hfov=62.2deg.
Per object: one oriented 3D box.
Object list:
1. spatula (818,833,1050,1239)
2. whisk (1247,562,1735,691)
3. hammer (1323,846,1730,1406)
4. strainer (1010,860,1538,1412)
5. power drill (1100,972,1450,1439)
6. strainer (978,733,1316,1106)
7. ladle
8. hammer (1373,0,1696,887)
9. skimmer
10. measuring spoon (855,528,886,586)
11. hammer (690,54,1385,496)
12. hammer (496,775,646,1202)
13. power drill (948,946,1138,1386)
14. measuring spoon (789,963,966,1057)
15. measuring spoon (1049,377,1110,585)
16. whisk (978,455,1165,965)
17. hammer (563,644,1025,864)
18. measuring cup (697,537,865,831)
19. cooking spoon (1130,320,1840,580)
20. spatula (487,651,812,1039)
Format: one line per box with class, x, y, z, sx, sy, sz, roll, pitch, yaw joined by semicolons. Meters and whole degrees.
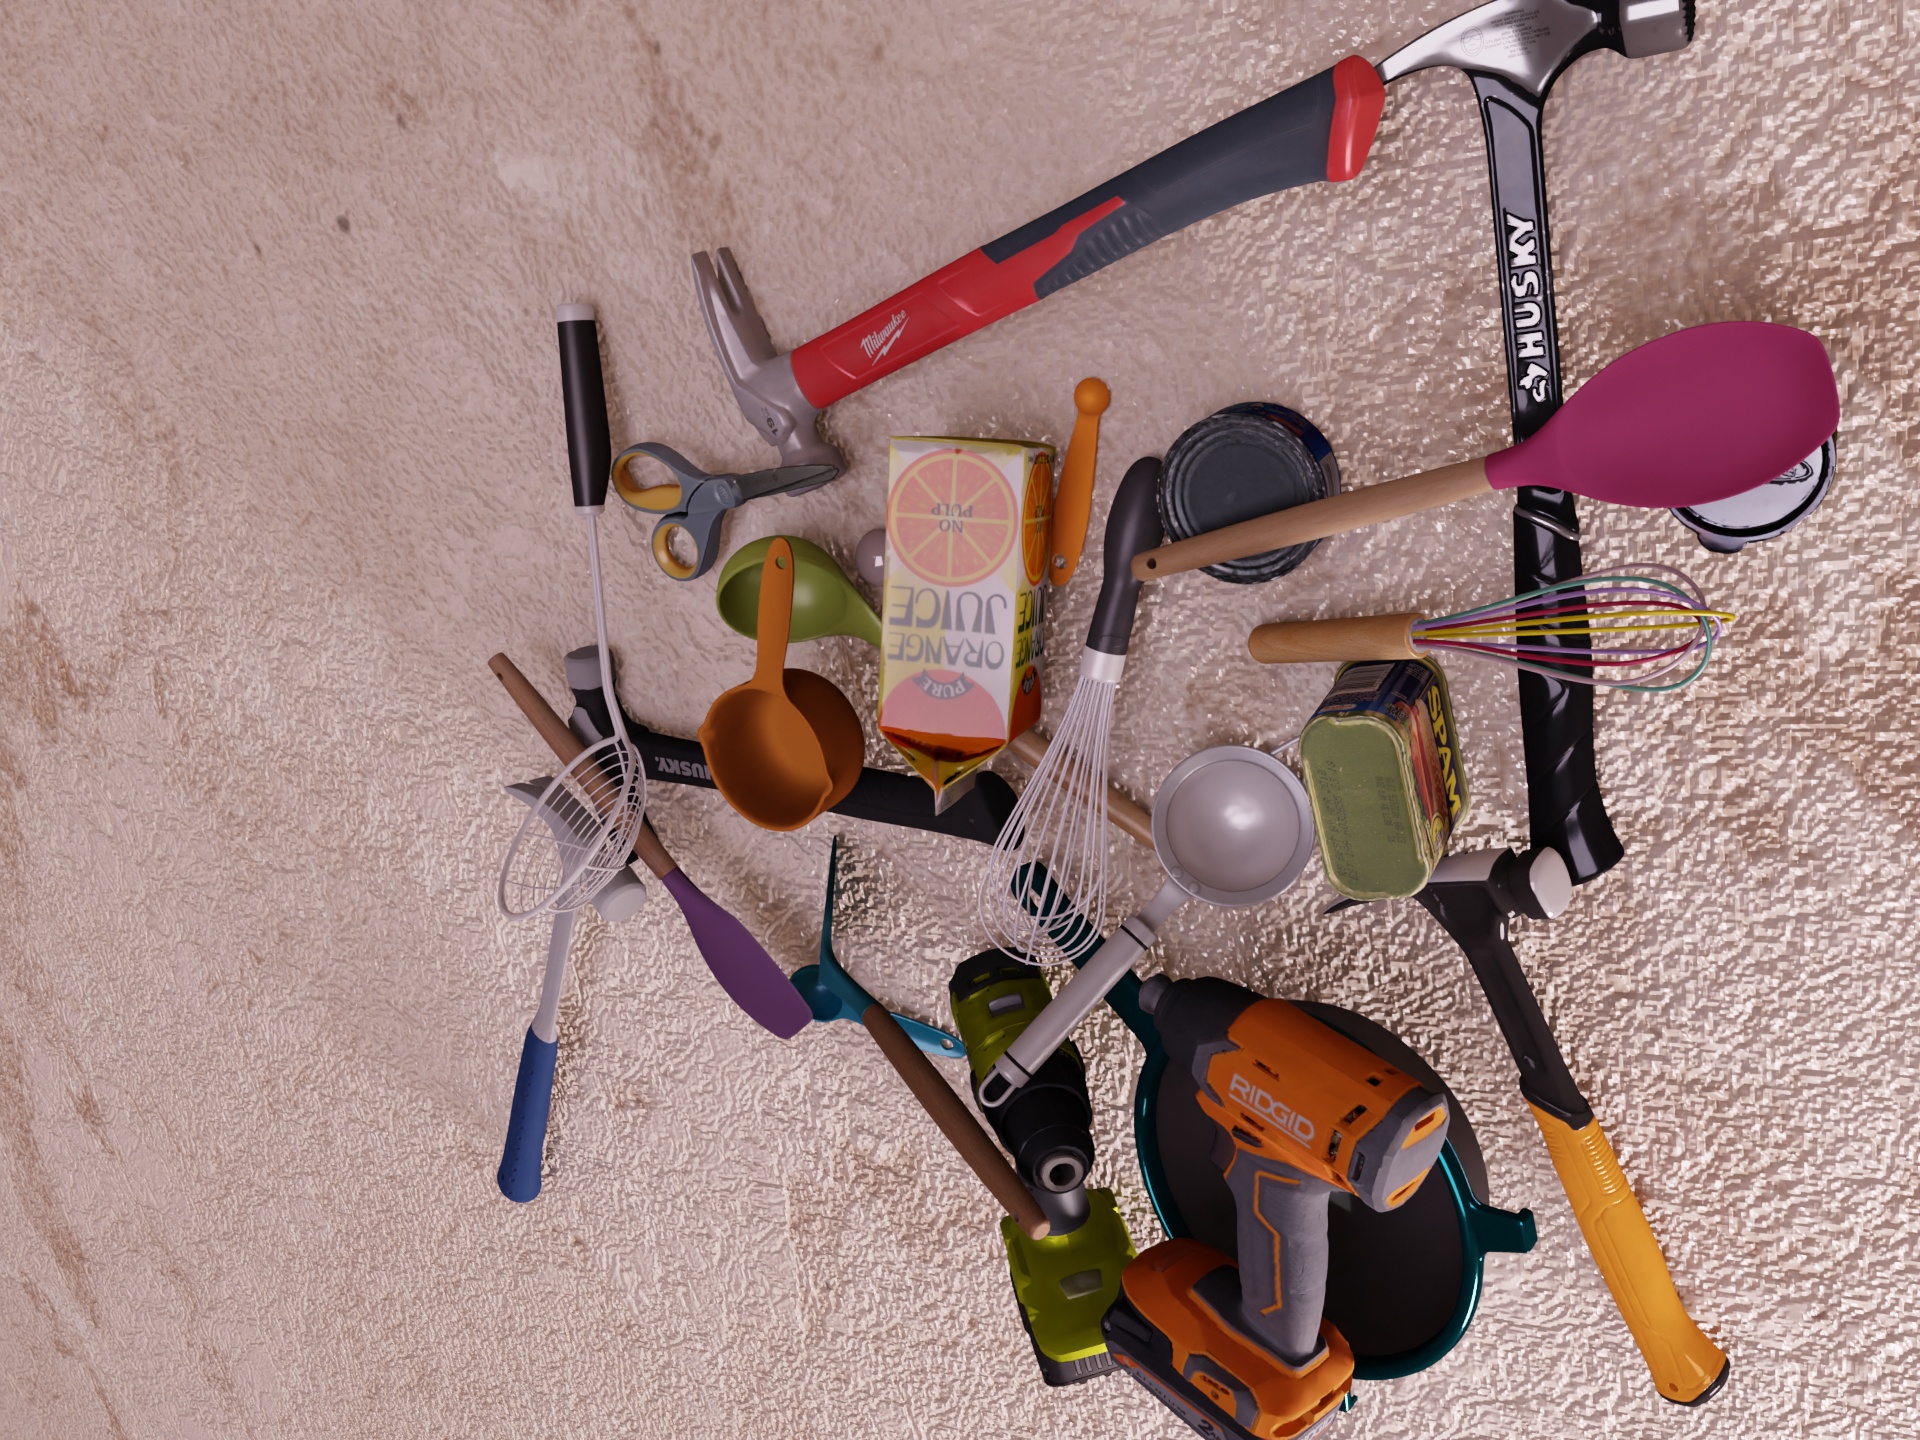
spatula;-0.028;0.178;0.903;0.318;0.044;0.082;43;132;49
whisk;0.230;-0.038;0.726;0.245;0.047;0.051;0;115;53
hammer;0.311;0.216;0.827;0.127;0.034;0.336;-14;108;50
strainer;0.163;0.193;0.887;0.341;0.095;0.211;47;134;25
power drill;0.141;0.242;0.802;0.164;0.084;0.226;29;121;39
strainer;0.099;0.105;0.843;0.087;0.050;0.258;43;85;6
ladle;-0.001;-0.003;0.904;0.320;0.062;0.078;35;141;8
hammer;0.258;-0.109;0.719;0.149;0.036;0.408;0;112;31
skimmer;-0.245;-0.064;0.955;0.127;0.090;0.363;12;107;58
measuring spoon;-0.011;-0.067;0.901;0.124;0.018;0.034;34;124;12
hammer;0.020;-0.233;0.775;0.386;0.038;0.143;-16;102;40
hammer;-0.308;0.216;1.175;0.144;0.035;0.405;47;134;32
power drill;0.055;0.268;0.923;0.080;0.191;0.228;-16;113;-4
measuring spoon;-0.052;0.192;1.049;0.128;0.021;0.042;19;120;11
measuring spoon;0.059;-0.123;0.839;0.021;0.011;0.116;21;121;20
whisk;0.069;0.001;0.844;0.070;0.070;0.284;19;106;21
hammer;-0.109;0.041;0.984;0.335;0.035;0.146;8;115;31
measuring cup;-0.093;-0.024;0.892;0.095;0.052;0.173;20;117;26
cooking spoon;0.209;-0.103;0.699;0.319;0.017;0.069;-12;97;39
spatula;-0.206;0.081;1.034;0.316;0.018;0.059;51;131;4
